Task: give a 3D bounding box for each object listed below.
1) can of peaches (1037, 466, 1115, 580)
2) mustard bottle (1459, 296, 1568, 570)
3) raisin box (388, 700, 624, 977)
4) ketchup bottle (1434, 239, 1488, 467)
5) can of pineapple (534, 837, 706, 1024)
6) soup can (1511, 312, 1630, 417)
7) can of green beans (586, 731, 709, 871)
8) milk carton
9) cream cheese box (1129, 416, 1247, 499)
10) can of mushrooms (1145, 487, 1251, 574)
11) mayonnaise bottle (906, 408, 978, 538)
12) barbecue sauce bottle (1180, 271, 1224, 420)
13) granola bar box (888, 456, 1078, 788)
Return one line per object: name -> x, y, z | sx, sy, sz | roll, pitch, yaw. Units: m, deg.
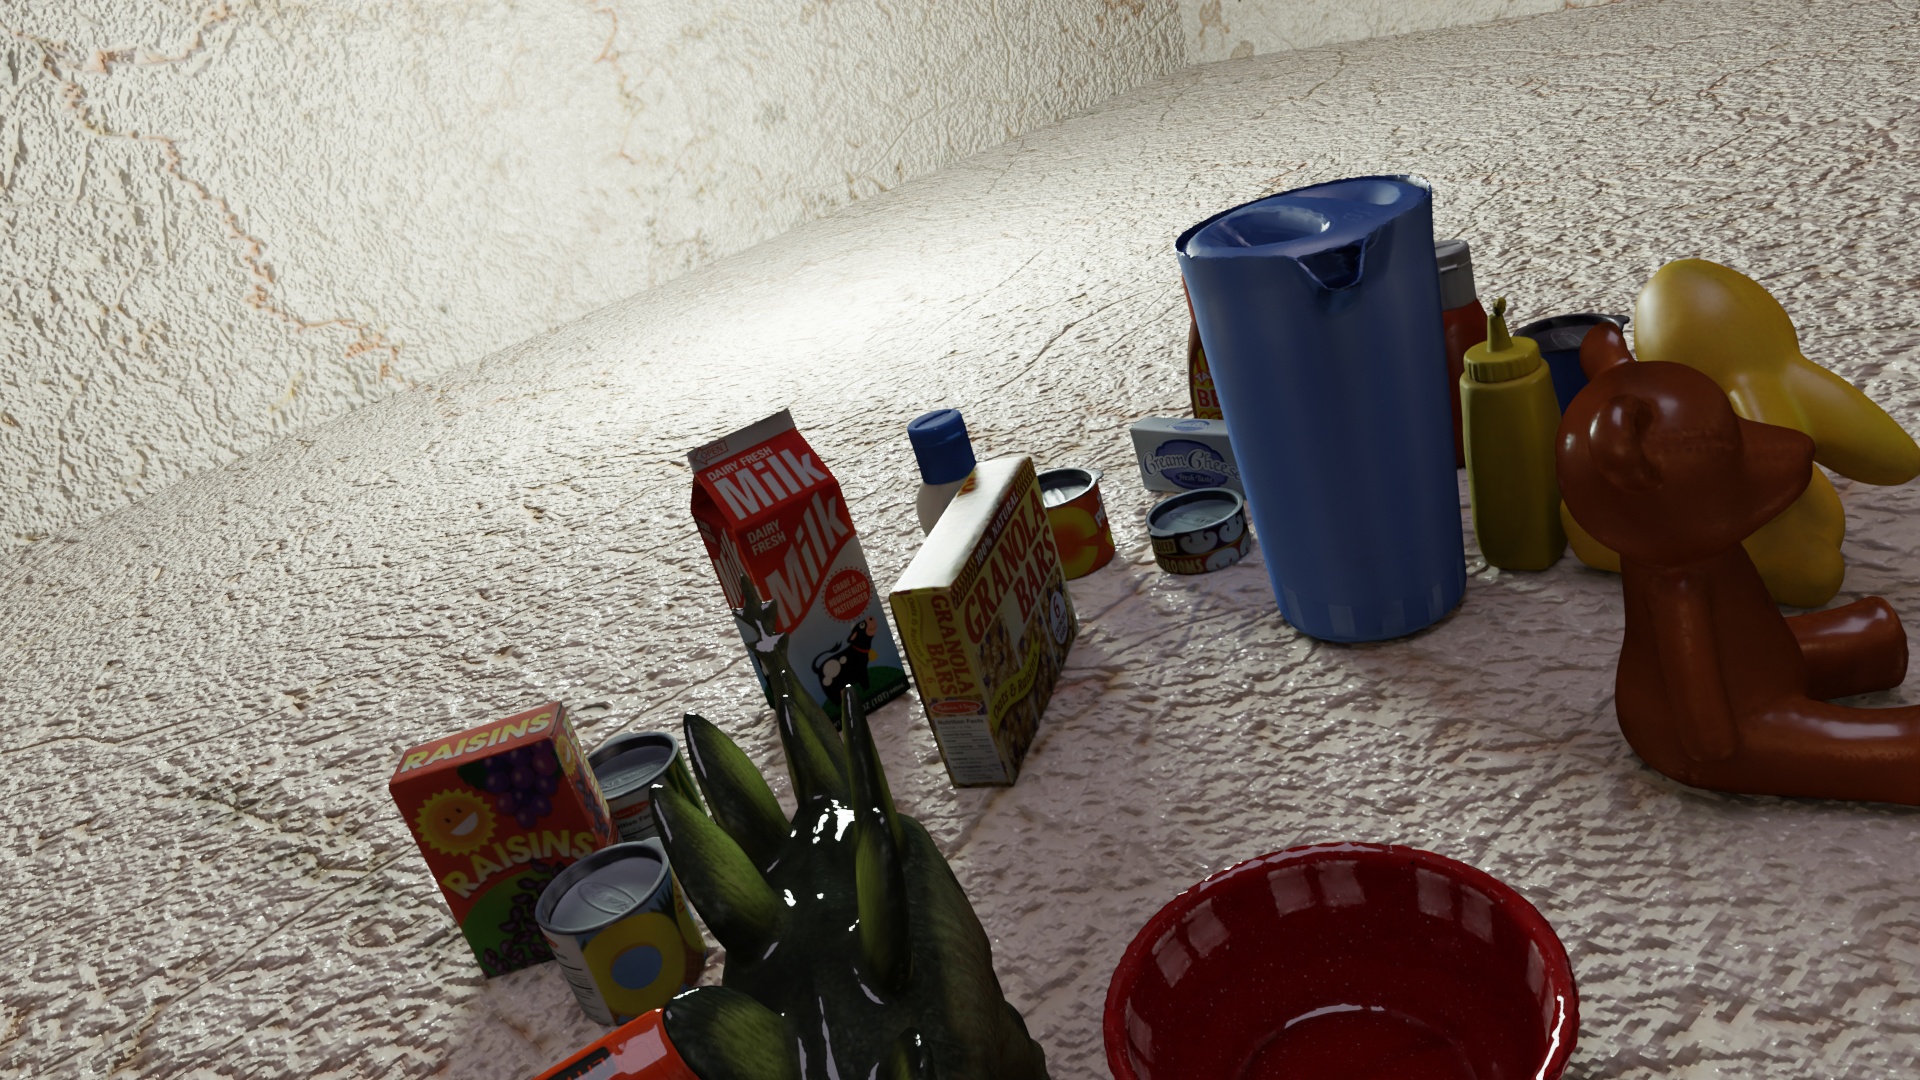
can of peaches -> 0.072, -0.012, 0.966 | 0.071, 0.058, 0.071 | -14, 23, 6
mustard bottle -> 0.312, -0.063, 0.786 | 0.049, 0.159, 0.065 | 1, 29, 37
raisin box -> -0.223, 0.153, 0.710 | 0.086, 0.123, 0.040 | -17, 22, 0
ketchup bottle -> 0.330, -0.124, 0.927 | 0.065, 0.148, 0.044 | -14, 23, 9
can of pineapple -> -0.161, 0.188, 0.671 | 0.071, 0.057, 0.071 | -14, 23, 6
soup can -> 0.401, -0.098, 0.902 | 0.071, 0.083, 0.071 | -14, 23, 6
can of green beans -> -0.179, 0.149, 0.773 | 0.071, 0.057, 0.071 | -14, 23, 6
milk carton -> -0.103, 0.019, 0.847 | 0.072, 0.189, 0.073 | -28, 25, -25
cream cheese box -> 0.174, -0.061, 1.013 | 0.104, 0.053, 0.024 | 8, 33, 46
can of mushrooms -> 0.157, -0.006, 0.925 | 0.071, 0.033, 0.071 | -14, 23, 6
mayonnaise bottle -> 0.003, -0.011, 0.896 | 0.065, 0.147, 0.041 | -29, 25, -26
barbecue sauce bottle -> 0.199, -0.135, 1.043 | 0.065, 0.148, 0.044 | -1, 28, 34
granola bar box -> 0.018, 0.042, 0.795 | 0.039, 0.123, 0.166 | -7, 24, 22
